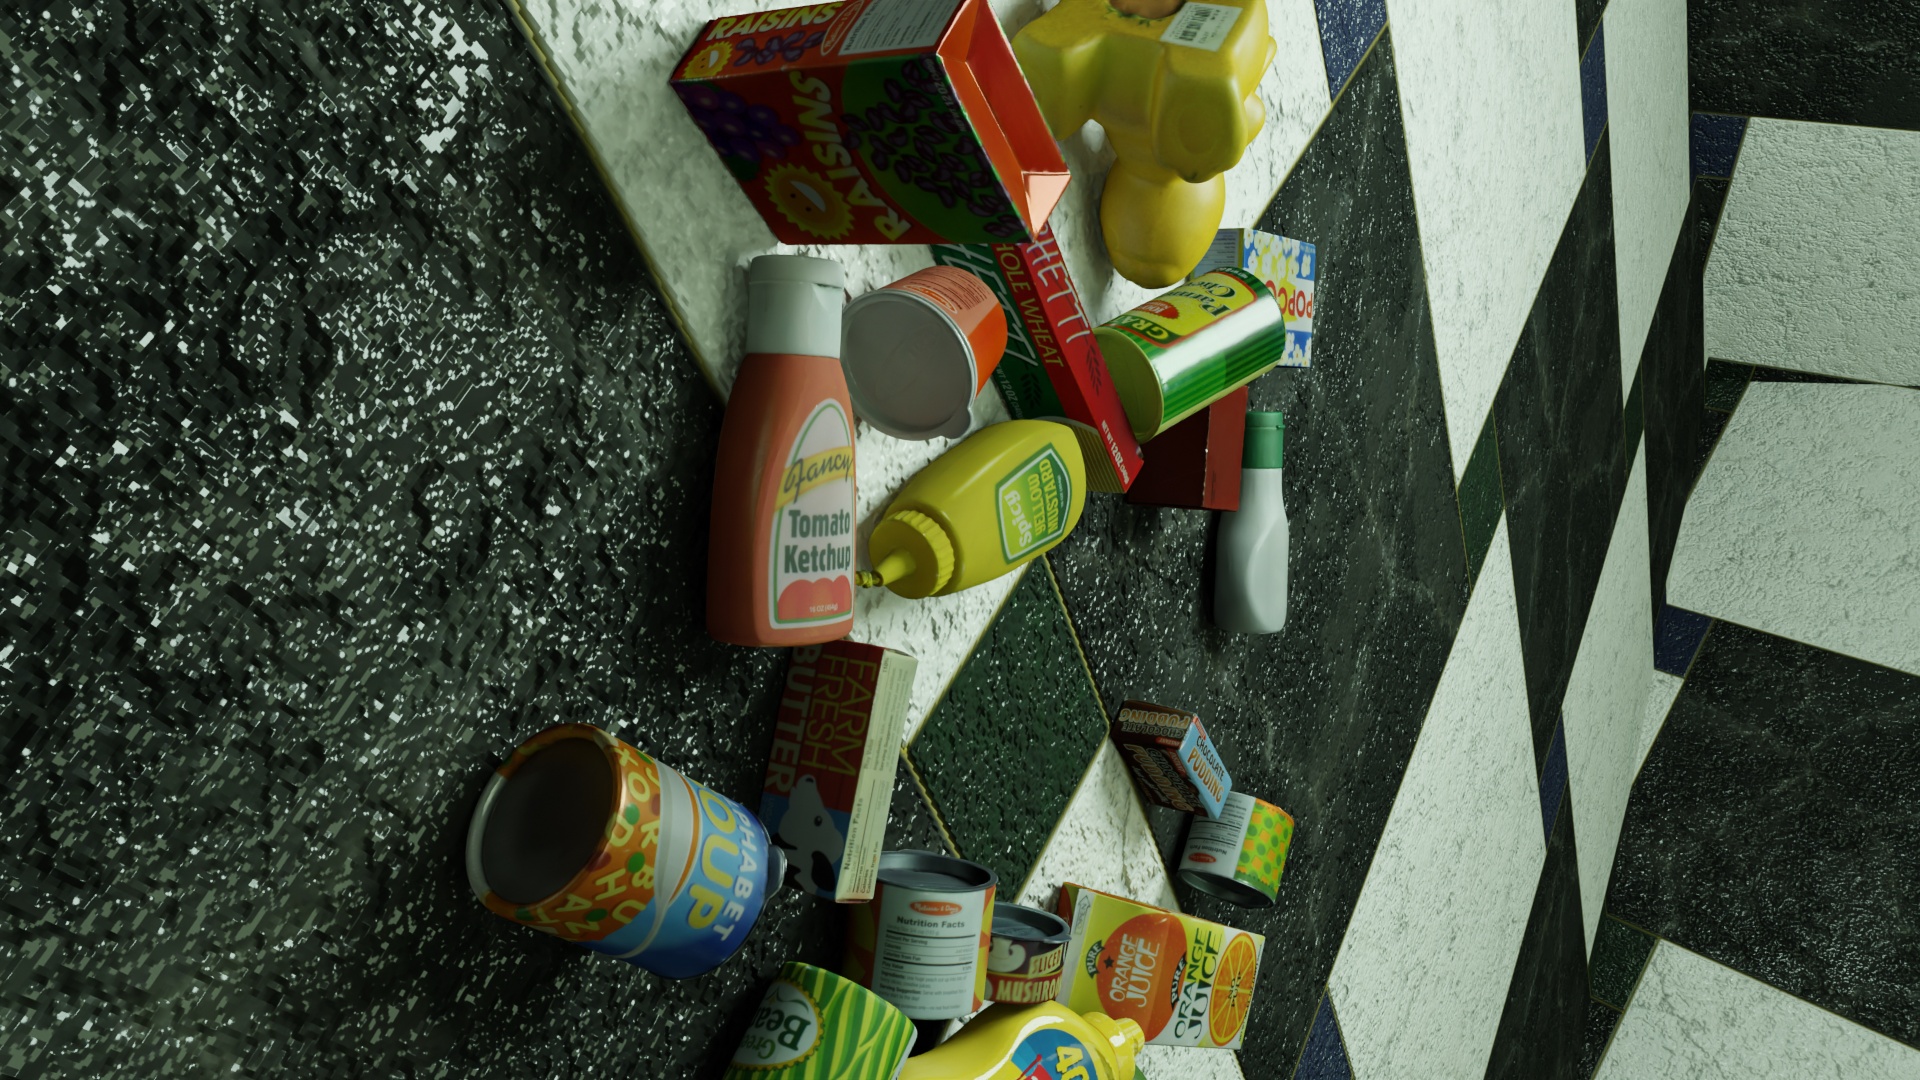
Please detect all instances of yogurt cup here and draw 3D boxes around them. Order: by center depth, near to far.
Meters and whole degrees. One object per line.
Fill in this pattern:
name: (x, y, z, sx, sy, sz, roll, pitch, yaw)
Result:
yogurt cup: (-0.015, -0.084, 0.597, 0.054, 0.072, 0.072, -50, 134, -51)

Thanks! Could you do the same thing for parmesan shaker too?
parmesan shaker: (0.117, -0.102, 0.755, 0.103, 0.071, 0.071, -30, 121, -31)

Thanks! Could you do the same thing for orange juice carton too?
orange juice carton: (0.106, 0.249, 0.812, 0.192, 0.073, 0.072, 31, 71, -53)

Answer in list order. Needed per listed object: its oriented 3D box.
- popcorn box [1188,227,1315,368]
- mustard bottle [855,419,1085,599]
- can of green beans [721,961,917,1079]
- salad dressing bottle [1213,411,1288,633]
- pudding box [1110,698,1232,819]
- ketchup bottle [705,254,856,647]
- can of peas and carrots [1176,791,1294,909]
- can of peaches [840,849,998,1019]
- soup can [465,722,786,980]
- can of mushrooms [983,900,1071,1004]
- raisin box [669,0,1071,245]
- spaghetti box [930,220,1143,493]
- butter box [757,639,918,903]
popcorn box: (0.192, -0.156, 0.909, 0.127, 0.038, 0.085, -8, 102, -55)
mustard bottle: (0.002, -0.008, 0.644, 0.161, 0.049, 0.065, -34, 121, -49)
can of green beans: (-0.059, 0.215, 0.573, 0.058, 0.071, 0.071, -62, 140, -30)
salad dressing bottle: (0.196, -0.013, 0.934, 0.064, 0.044, 0.147, -7, 99, -53)
pudding box: (0.131, 0.135, 0.853, 0.030, 0.049, 0.083, -61, 140, -28)
ketchup bottle: (-0.068, -0.035, 0.543, 0.065, 0.043, 0.148, -3, 96, -55)
can of peas and carrots: (0.185, 0.207, 0.929, 0.070, 0.071, 0.059, 48, 56, -48)
can of peaches: (-0.019, 0.176, 0.627, 0.071, 0.071, 0.058, 7, 89, -56)
soup can: (-0.112, 0.106, 0.474, 0.083, 0.071, 0.071, 45, 58, -49)
can of mushrooms: (0.021, 0.202, 0.683, 0.071, 0.071, 0.033, 11, 87, -56)
raisin box: (-0.033, -0.151, 0.505, 0.086, 0.123, 0.040, 53, 54, -45)
spaghetti box: (0.026, -0.118, 0.662, 0.029, 0.050, 0.249, -61, 139, -32)
butter box: (-0.053, 0.093, 0.575, 0.024, 0.053, 0.103, 21, 77, -52)
